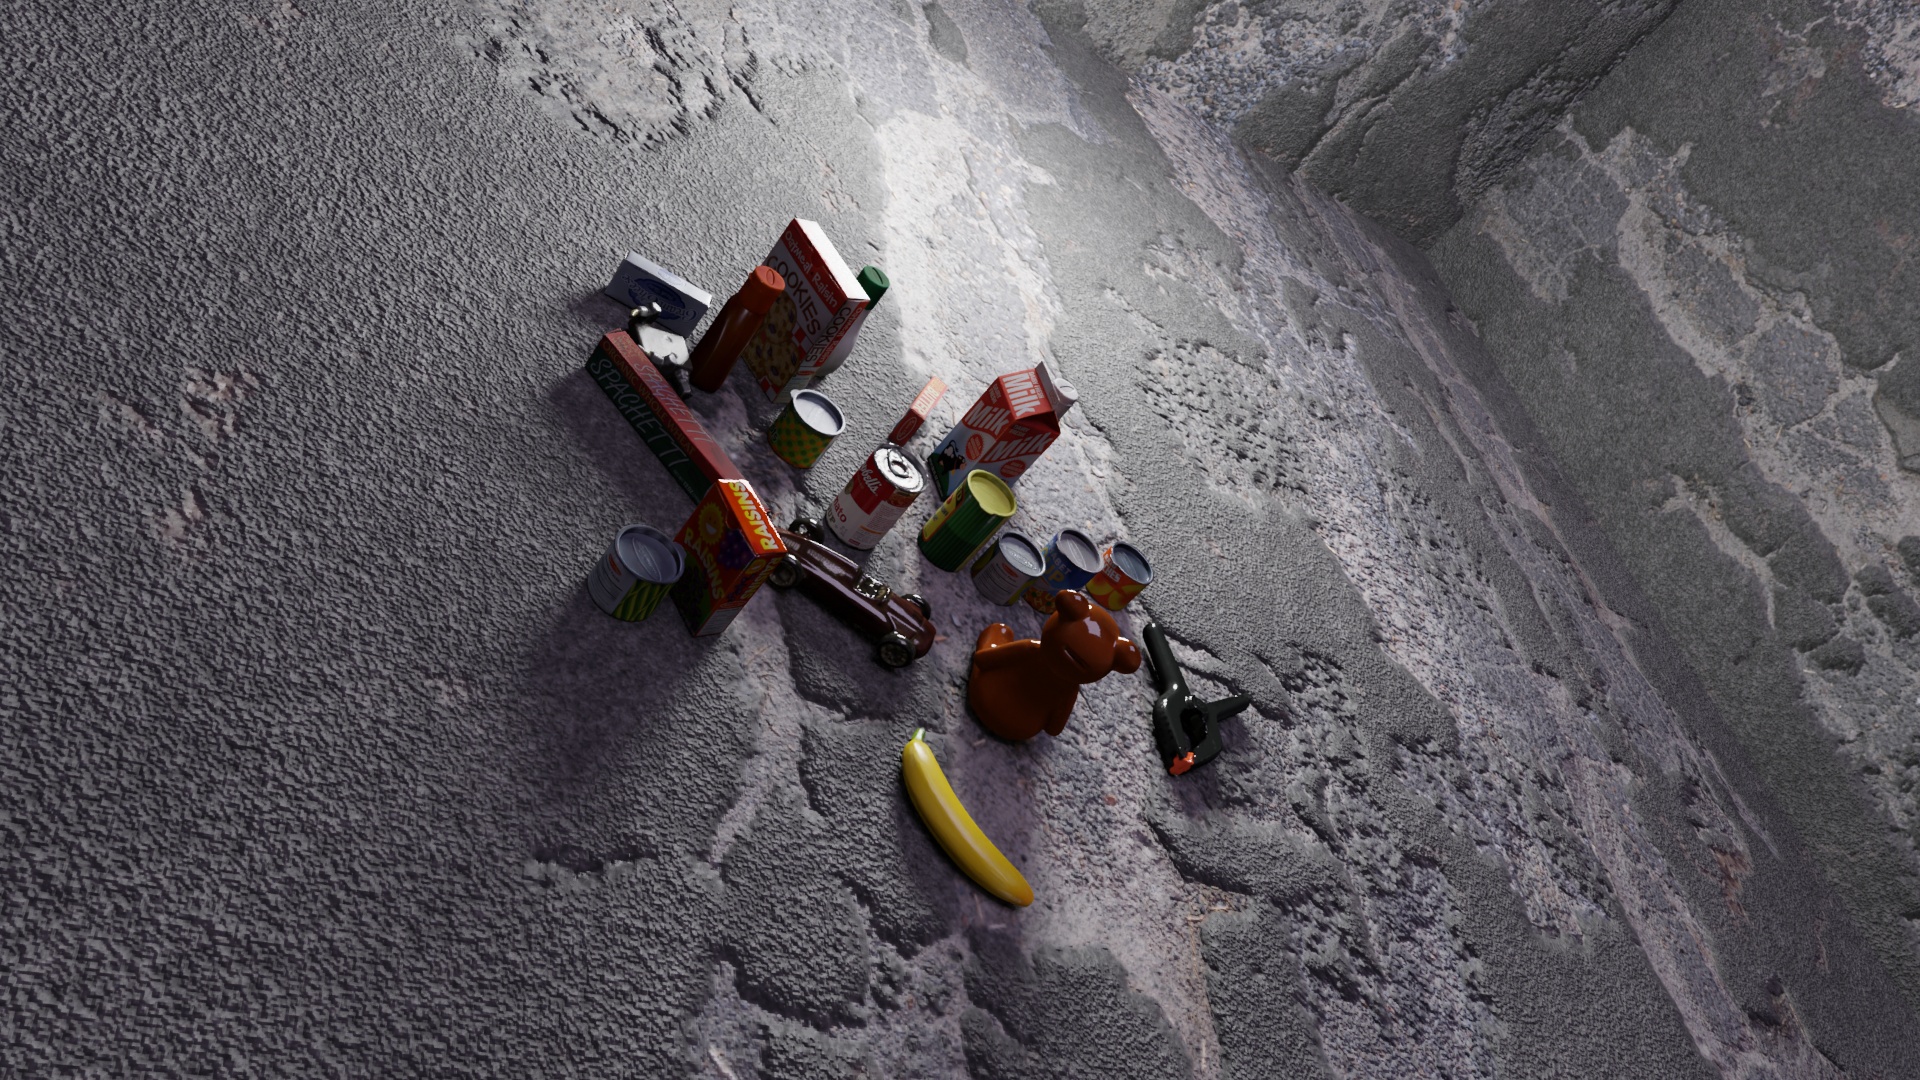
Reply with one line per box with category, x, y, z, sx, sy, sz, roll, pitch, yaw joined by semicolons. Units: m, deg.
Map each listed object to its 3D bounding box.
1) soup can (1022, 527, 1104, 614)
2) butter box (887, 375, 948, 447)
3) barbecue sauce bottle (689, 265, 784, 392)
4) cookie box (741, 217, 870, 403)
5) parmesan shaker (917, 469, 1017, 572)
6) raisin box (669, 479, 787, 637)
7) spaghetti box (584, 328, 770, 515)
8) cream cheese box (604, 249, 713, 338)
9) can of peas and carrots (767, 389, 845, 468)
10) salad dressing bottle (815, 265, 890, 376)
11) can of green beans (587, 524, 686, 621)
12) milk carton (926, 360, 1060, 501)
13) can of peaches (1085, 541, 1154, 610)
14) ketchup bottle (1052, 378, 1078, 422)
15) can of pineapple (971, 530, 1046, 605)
soup can;0.112;0.035;1.605;0.071;0.083;0.072;27;36;-22
butter box;-0.051;-0.157;1.682;0.024;0.053;0.104;39;33;-6
barbecue sauce bottle;-0.240;-0.228;1.480;0.043;0.148;0.065;24;37;-26
cookie box;-0.187;-0.254;1.547;0.040;0.166;0.123;-8;58;-50
parmesan shaker;0.005;-0.019;1.538;0.071;0.102;0.072;27;36;-22
raisin box;-0.217;0.016;1.250;0.040;0.123;0.086;-3;54;-48
spaghetti box;-0.284;-0.105;1.384;0.250;0.050;0.029;50;34;11
cream cheese box;-0.330;-0.269;1.519;0.104;0.053;0.024;28;36;-21
can of peas and carrots;-0.170;-0.123;1.514;0.071;0.058;0.071;27;36;-22
salad dressing bottle;-0.136;-0.256;1.620;0.044;0.147;0.064;6;47;-43
can of green beans;-0.286;0.029;1.223;0.071;0.057;0.071;27;36;-22
milk carton;0.049;-0.123;1.621;0.073;0.189;0.072;14;43;-37
can of peaches;0.192;0.044;1.701;0.071;0.057;0.071;27;36;-22
ketchup bottle;0.087;-0.137;1.715;0.065;0.148;0.043;-9;58;-50
can of pineapple;0.055;0.031;1.573;0.071;0.057;0.071;27;36;-22
